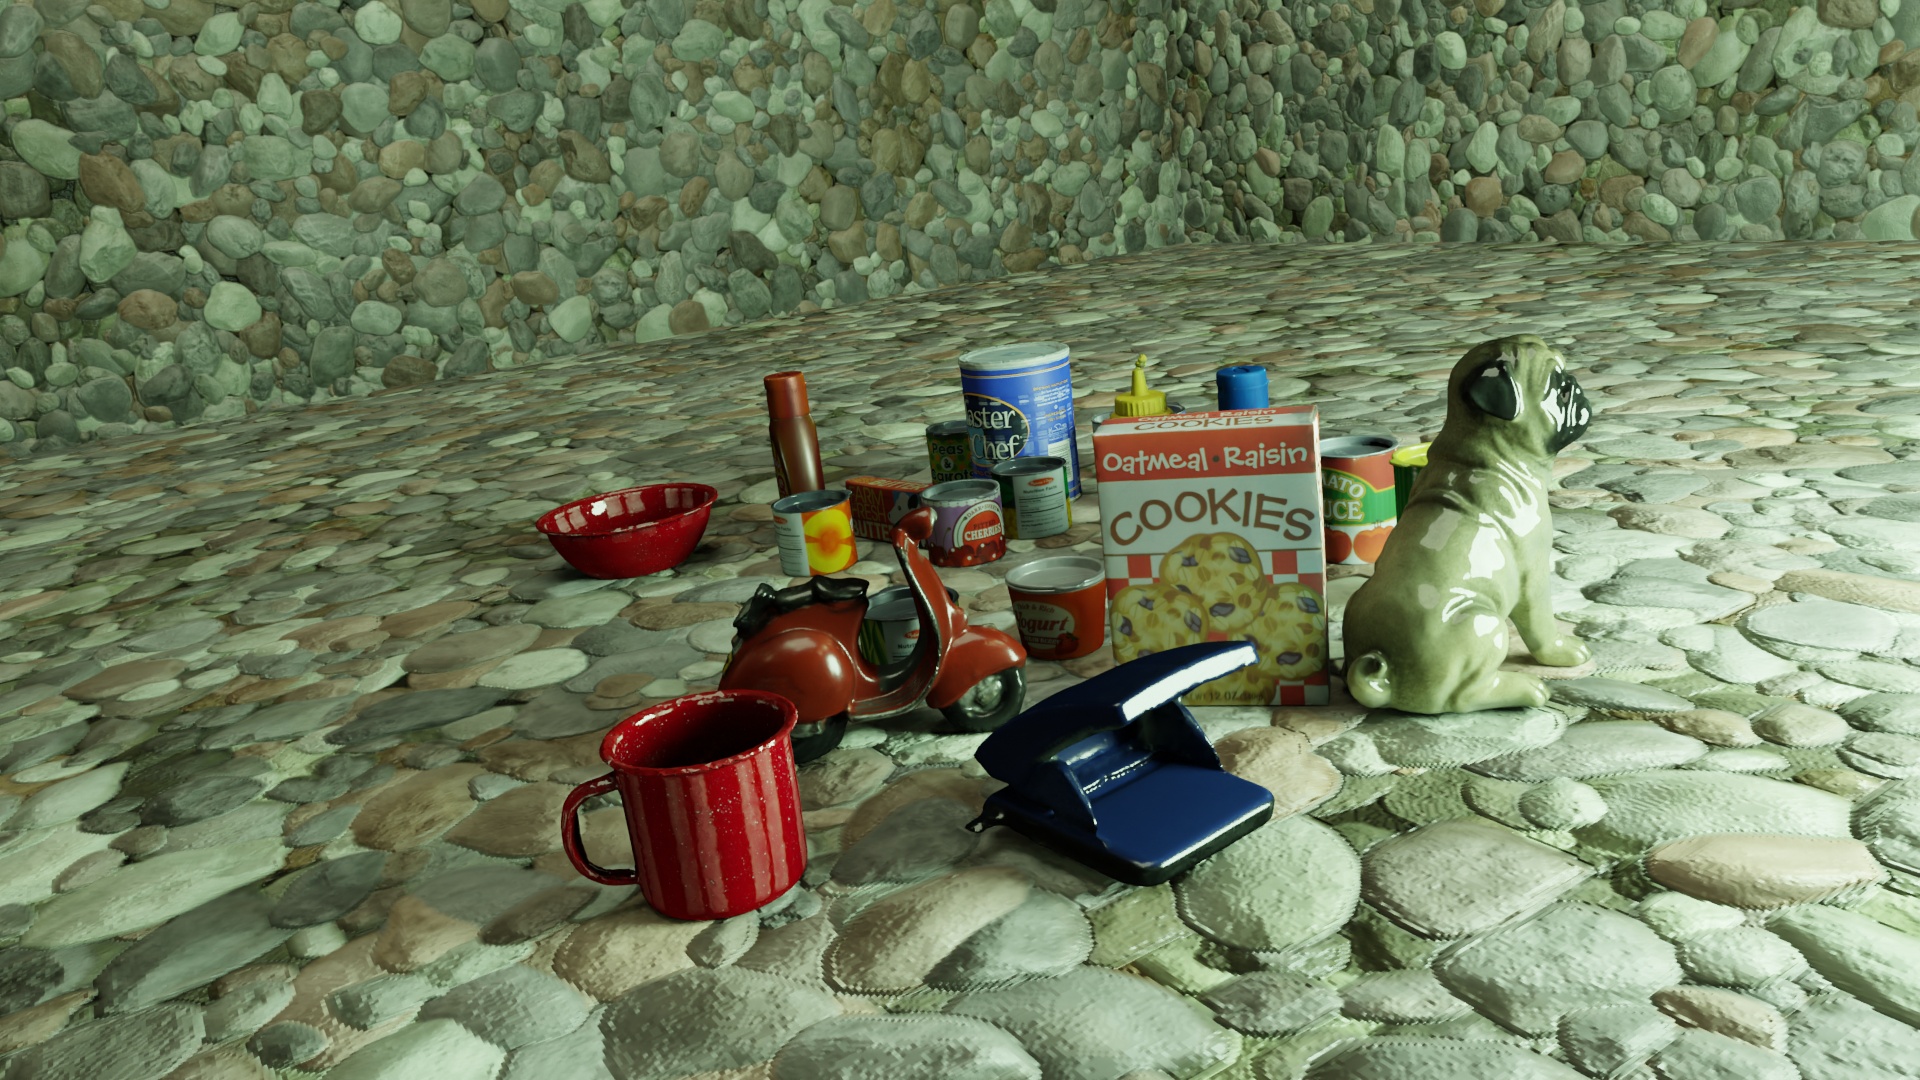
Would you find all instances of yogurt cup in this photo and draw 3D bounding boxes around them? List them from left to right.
[{"bbox_3d":[0.066,0.045,0.919,0.072,0.053,0.072,-6,16,2],"label":"yogurt cup"}]

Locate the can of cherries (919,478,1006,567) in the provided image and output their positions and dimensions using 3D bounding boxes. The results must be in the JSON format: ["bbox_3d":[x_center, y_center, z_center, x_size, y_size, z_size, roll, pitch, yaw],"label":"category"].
[{"bbox_3d":[0.004,-0.014,1.141,0.071,0.058,0.072,-6,16,2],"label":"can of cherries"}]

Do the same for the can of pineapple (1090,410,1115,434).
[{"bbox_3d":[0.164,-0.094,1.352,0.071,0.057,0.071,-6,16,2],"label":"can of pineapple"}]

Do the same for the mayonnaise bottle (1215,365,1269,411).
[{"bbox_3d":[0.212,-0.054,1.027,0.041,0.147,0.065,-7,16,-1],"label":"mayonnaise bottle"}]

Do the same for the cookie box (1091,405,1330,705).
[{"bbox_3d":[0.146,0.011,0.797,0.123,0.167,0.040,-2,16,17],"label":"cookie box"}]

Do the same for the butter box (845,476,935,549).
[{"bbox_3d":[-0.058,-0.026,1.217,0.024,0.053,0.103,-21,21,-40],"label":"butter box"}]

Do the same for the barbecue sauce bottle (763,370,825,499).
[{"bbox_3d":[-0.150,-0.079,1.266,0.044,0.148,0.065,-11,16,-13],"label":"barbecue sauce bottle"}]

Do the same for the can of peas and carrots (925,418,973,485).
[{"bbox_3d":[0.000,-0.087,1.394,0.071,0.058,0.071,-6,16,2],"label":"can of peas and carrots"}]

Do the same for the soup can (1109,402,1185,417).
[{"bbox_3d":[0.172,-0.075,1.236,0.071,0.083,0.071,-6,16,2],"label":"soup can"}]

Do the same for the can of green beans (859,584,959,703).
[{"bbox_3d":[-0.030,0.065,0.881,0.071,0.057,0.071,-6,16,2],"label":"can of green beans"}]

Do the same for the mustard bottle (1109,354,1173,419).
[{"bbox_3d":[0.141,-0.063,1.070,0.065,0.159,0.049,7,21,41],"label":"mustard bottle"}]

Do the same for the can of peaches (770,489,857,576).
[{"bbox_3d":[-0.120,-0.007,1.169,0.071,0.058,0.071,-6,16,2],"label":"can of peaches"}]

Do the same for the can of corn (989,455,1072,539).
[{"bbox_3d":[0.061,-0.038,1.201,0.071,0.058,0.071,-6,16,2],"label":"can of corn"}]

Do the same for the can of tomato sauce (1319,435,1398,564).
[{"bbox_3d":[0.291,-0.030,1.031,0.071,0.082,0.071,-6,16,2],"label":"can of tomato sauce"}]

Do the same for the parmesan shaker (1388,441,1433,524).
[{"bbox_3d":[0.315,-0.007,0.904,0.071,0.102,0.071,-7,16,2],"label":"parmesan shaker"}]
